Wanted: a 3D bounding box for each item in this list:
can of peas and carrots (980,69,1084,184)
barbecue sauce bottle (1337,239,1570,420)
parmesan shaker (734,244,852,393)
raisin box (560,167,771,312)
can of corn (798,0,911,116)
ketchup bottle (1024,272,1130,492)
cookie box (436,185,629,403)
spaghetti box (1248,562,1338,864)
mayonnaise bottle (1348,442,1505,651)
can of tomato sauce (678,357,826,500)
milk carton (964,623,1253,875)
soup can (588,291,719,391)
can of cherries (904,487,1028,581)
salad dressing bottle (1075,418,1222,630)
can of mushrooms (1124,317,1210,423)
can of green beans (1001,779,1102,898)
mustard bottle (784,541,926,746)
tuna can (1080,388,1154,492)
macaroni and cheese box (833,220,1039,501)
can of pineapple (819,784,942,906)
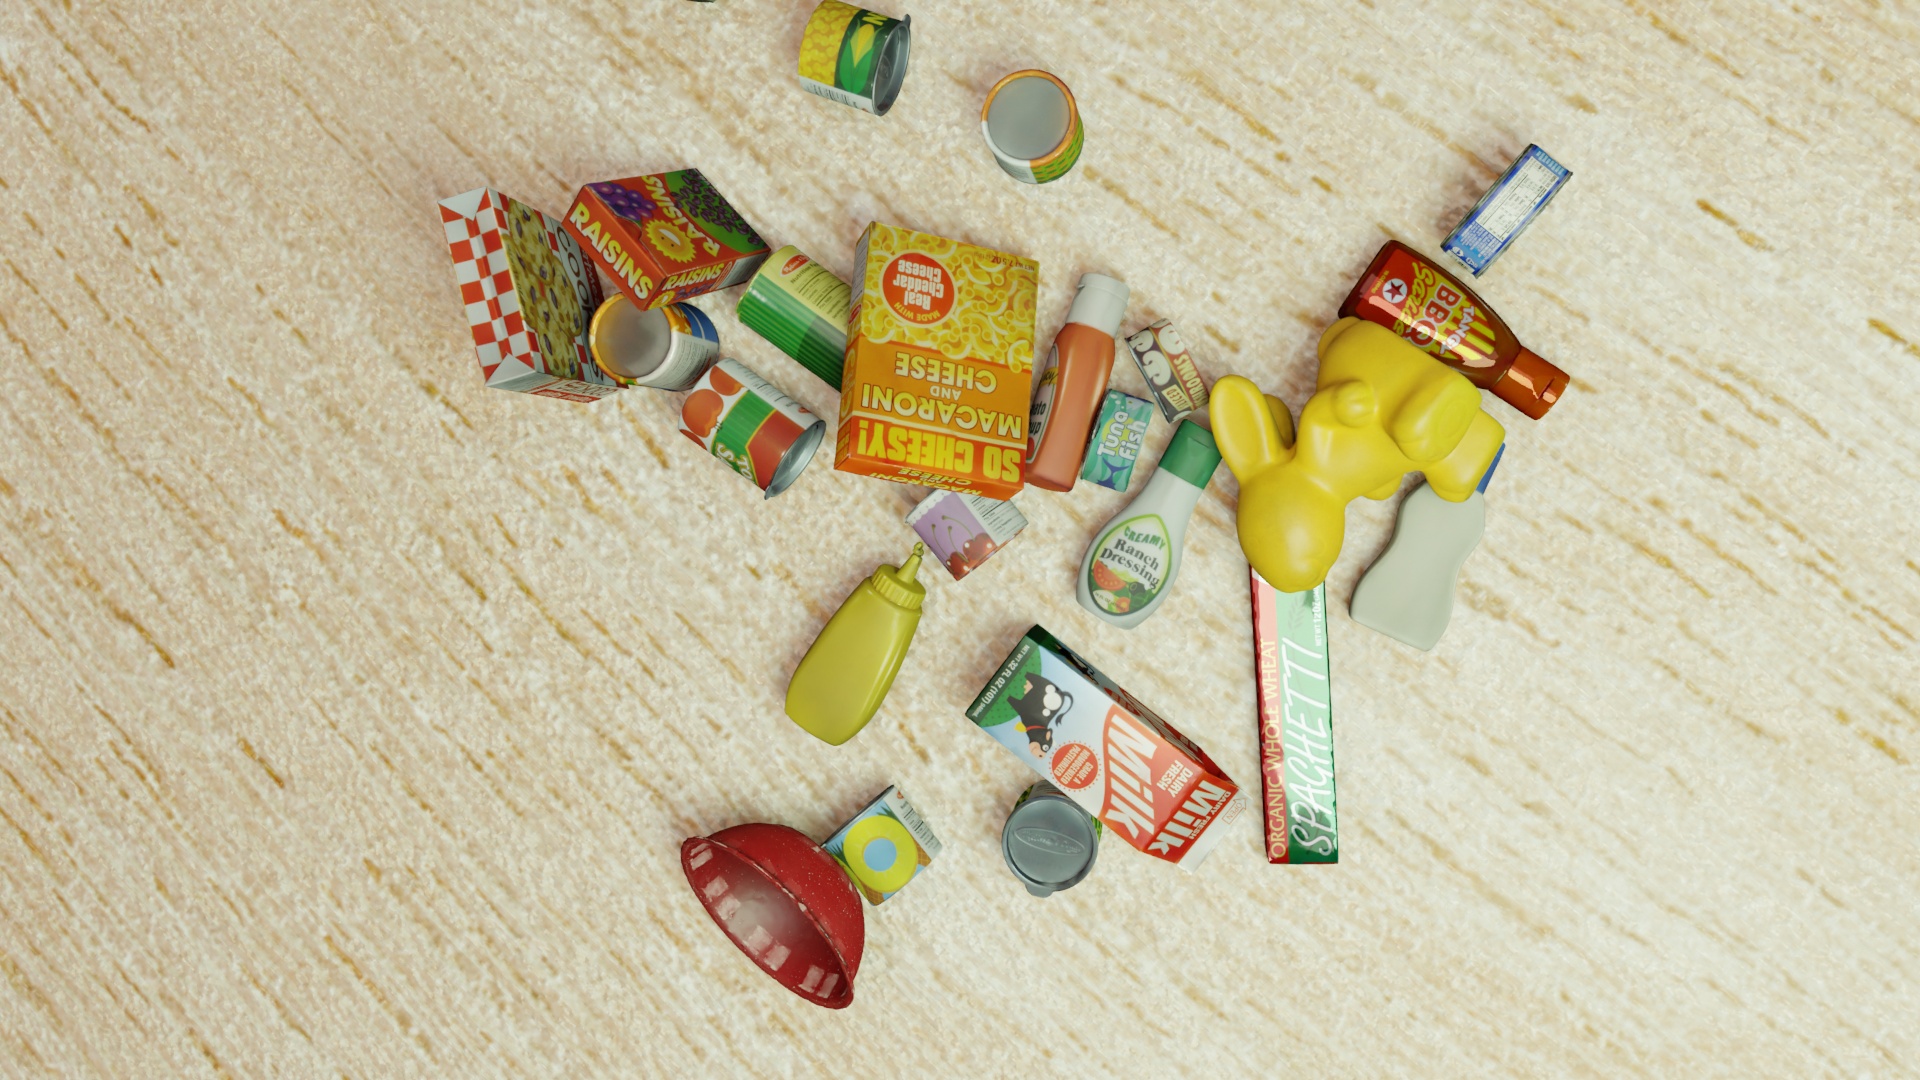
[{"bbox_3d":[0.051,-0.285,0.951,0.071,0.059,0.071,0,93,9],"label":"can of peas and carrots"},{"bbox_3d":[0.329,-0.135,0.920,0.148,0.044,0.065,35,96,6],"label":"barbecue sauce bottle"},{"bbox_3d":[-0.097,-0.150,0.975,0.103,0.071,0.071,36,98,6],"label":"parmesan shaker"},{"bbox_3d":[-0.201,-0.210,0.961,0.086,0.124,0.040,48,123,4],"label":"raisin box"},{"bbox_3d":[-0.073,-0.338,0.965,0.058,0.071,0.071,20,96,8],"label":"can of corn"},{"bbox_3d":[0.078,-0.108,0.955,0.043,0.064,0.149,20,86,-13],"label":"ketchup bottle"},{"bbox_3d":[-0.290,-0.163,0.957,0.040,0.167,0.123,-15,90,7],"label":"cookie box"},{"bbox_3d":[0.228,0.099,0.954,0.050,0.029,0.249,-3,92,10],"label":"spaghetti box"},{"bbox_3d":[0.317,-0.003,0.930,0.065,0.041,0.148,25,95,11],"label":"mayonnaise bottle"},{"bbox_3d":[-0.150,-0.079,0.988,0.083,0.071,0.071,35,98,7],"label":"can of tomato sauce"},{"bbox_3d":[0.103,0.145,0.953,0.191,0.073,0.072,38,98,6],"label":"milk carton"},{"bbox_3d":[-0.219,-0.143,0.989,0.071,0.084,0.071,0,93,10],"label":"soup can"},{"bbox_3d":[0.003,-0.012,0.969,0.071,0.071,0.058,-40,87,9],"label":"can of cherries"},{"bbox_3d":[0.133,-0.012,0.957,0.064,0.044,0.147,29,96,8],"label":"salad dressing bottle"},{"bbox_3d":[0.141,-0.114,0.938,0.033,0.071,0.071,-27,88,8],"label":"can of mushrooms"},{"bbox_3d":[0.065,0.204,0.970,0.071,0.058,0.071,0,93,9],"label":"can of green beans"},{"bbox_3d":[-0.064,0.068,0.982,0.065,0.049,0.159,34,105,5],"label":"mustard bottle"},{"bbox_3d":[0.107,-0.068,0.945,0.033,0.071,0.071,18,95,7],"label":"tuna can"},{"bbox_3d":[-0.014,-0.118,0.929,0.124,0.040,0.167,10,73,-18],"label":"macaroni and cheese box"},{"bbox_3d":[-0.056,0.218,0.986,0.071,0.071,0.058,-40,86,9],"label":"can of pineapple"}]
